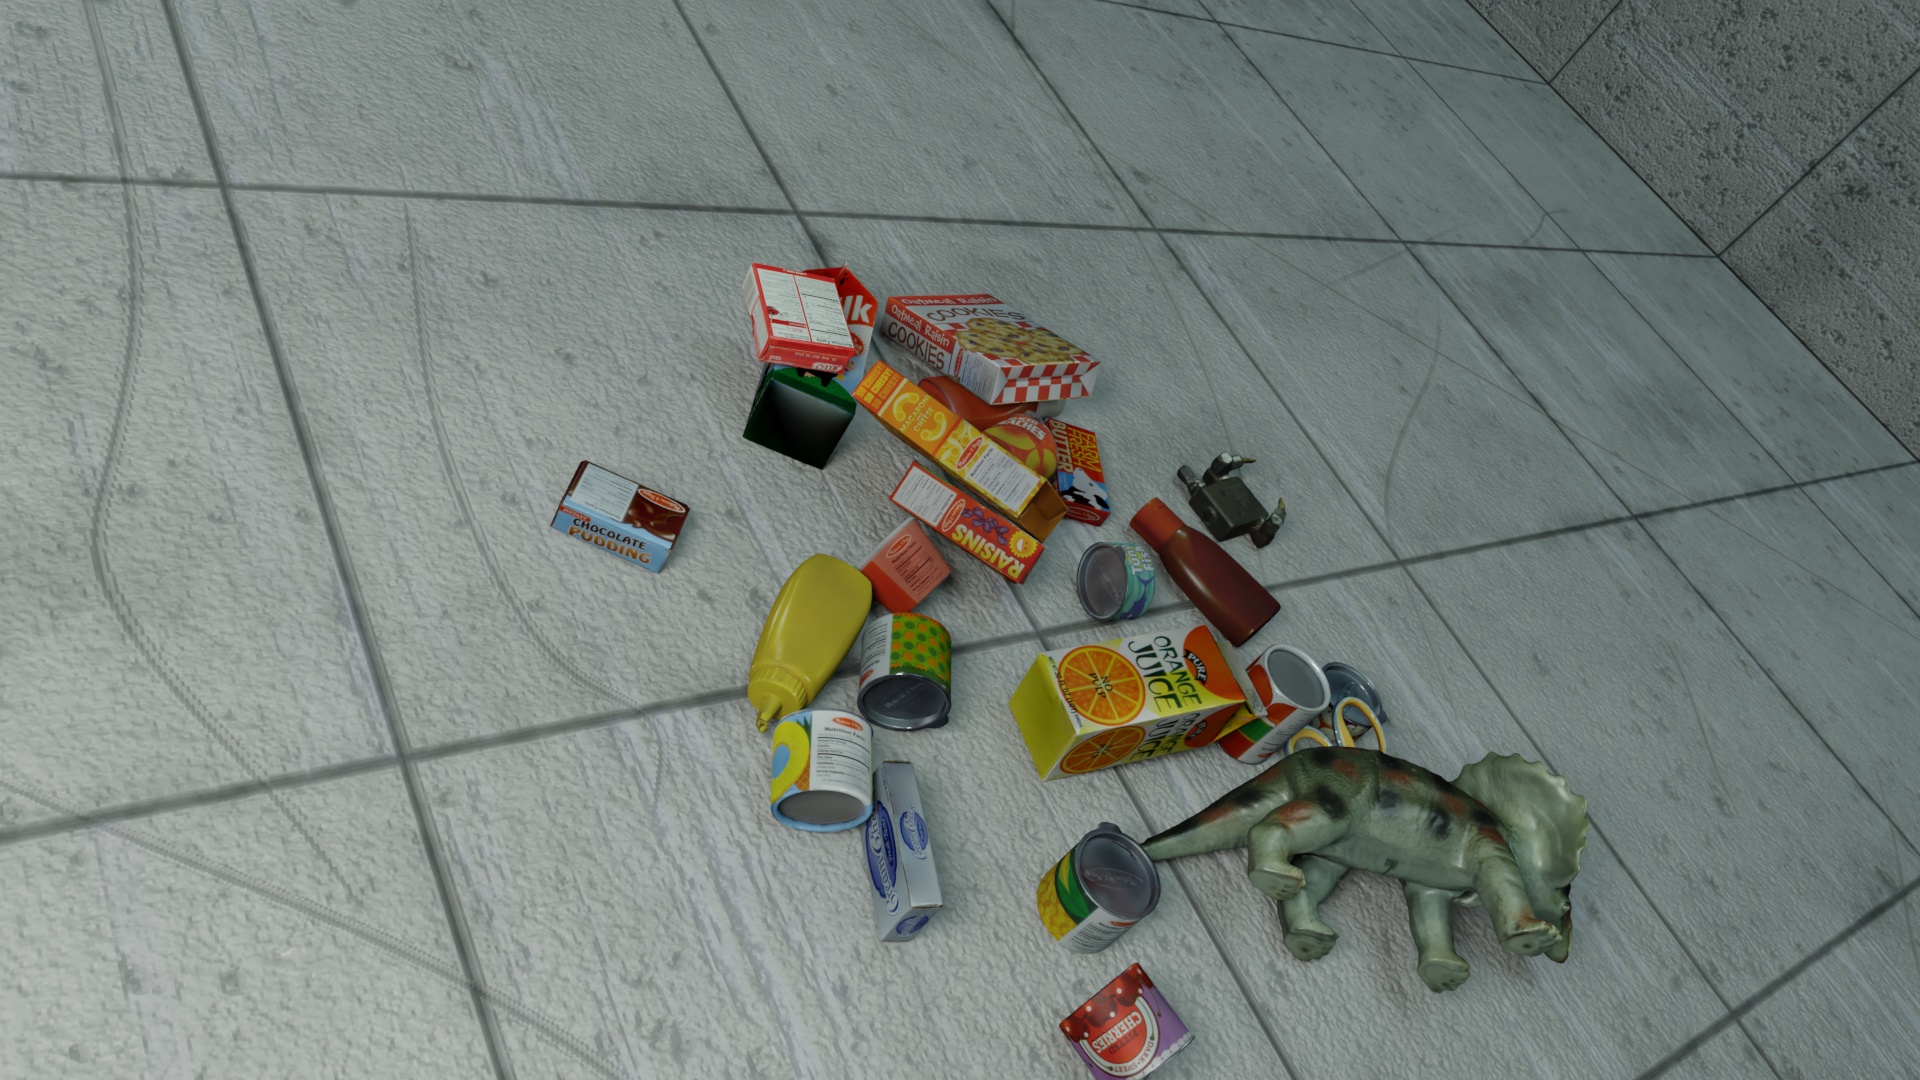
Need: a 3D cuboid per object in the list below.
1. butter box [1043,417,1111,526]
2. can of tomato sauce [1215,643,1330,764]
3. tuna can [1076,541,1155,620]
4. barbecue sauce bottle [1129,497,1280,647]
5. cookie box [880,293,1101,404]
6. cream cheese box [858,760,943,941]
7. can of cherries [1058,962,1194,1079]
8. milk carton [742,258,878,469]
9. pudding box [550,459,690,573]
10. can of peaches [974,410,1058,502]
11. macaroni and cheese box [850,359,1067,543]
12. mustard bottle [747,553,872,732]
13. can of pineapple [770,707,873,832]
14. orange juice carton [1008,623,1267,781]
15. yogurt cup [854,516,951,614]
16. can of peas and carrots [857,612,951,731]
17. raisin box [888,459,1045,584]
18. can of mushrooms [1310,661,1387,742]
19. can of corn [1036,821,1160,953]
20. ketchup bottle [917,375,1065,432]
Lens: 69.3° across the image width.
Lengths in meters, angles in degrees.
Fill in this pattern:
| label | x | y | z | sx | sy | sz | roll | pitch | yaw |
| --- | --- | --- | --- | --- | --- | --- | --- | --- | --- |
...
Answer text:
| label | x | y | z | sx | sy | sz | roll | pitch | yaw |
| --- | --- | --- | --- | --- | --- | --- | --- | --- | --- |
| butter box | 0.103 | -0.062 | 1.261 | 0.053 | 0.024 | 0.104 | 15 | 45 | -23 |
| can of tomato sauce | 0.249 | 0.132 | 1.133 | 0.071 | 0.082 | 0.071 | 19 | 44 | -19 |
| tuna can | 0.130 | 0.032 | 1.156 | 0.033 | 0.070 | 0.071 | 2 | 51 | -34 |
| barbecue sauce bottle | 0.215 | 0.025 | 1.241 | 0.149 | 0.043 | 0.065 | 47 | 42 | 13 |
| cookie box | 0.025 | -0.175 | 1.259 | 0.123 | 0.040 | 0.168 | -9 | 34 | -39 |
| cream cheese box | -0.041 | 0.201 | 0.898 | 0.024 | 0.053 | 0.104 | 6 | 49 | -27 |
| can of cherries | 0.104 | 0.311 | 0.880 | 0.072 | 0.071 | 0.058 | -20 | 65 | -43 |
| milk carton | -0.121 | -0.157 | 1.165 | 0.073 | 0.072 | 0.191 | 22 | 43 | -15 |
| pudding box | -0.241 | -0.017 | 0.986 | 0.084 | 0.030 | 0.050 | 24 | 41 | -13 |
| can of peaches | 0.042 | -0.071 | 1.194 | 0.071 | 0.071 | 0.058 | 47 | 43 | 12 |
| macaroni and cheese box | 0.002 | -0.069 | 1.104 | 0.167 | 0.040 | 0.123 | 37 | 0 | 15 |
| mustard bottle | -0.113 | 0.077 | 0.969 | 0.065 | 0.048 | 0.161 | 30 | 42 | -4 |
| can of pineapple | -0.090 | 0.151 | 0.903 | 0.071 | 0.070 | 0.058 | 15 | 49 | -22 |
| orange juice carton | 0.143 | 0.119 | 1.060 | 0.193 | 0.072 | 0.072 | -7 | 56 | -26 |
| yogurt cup | -0.044 | 0.023 | 1.056 | 0.054 | 0.072 | 0.073 | 47 | 42 | 0 |
| can of peas and carrots | -0.037 | 0.094 | 0.991 | 0.071 | 0.070 | 0.059 | 19 | 43 | -19 |
| raisin box | 0.004 | -0.014 | 1.107 | 0.123 | 0.040 | 0.086 | 33 | -1 | -2 |
| can of mushrooms | 0.335 | 0.144 | 1.216 | 0.071 | 0.033 | 0.071 | 19 | 43 | -18 |
| can of corn | 0.093 | 0.238 | 0.949 | 0.071 | 0.058 | 0.071 | 18 | 44 | -19 |
| ketchup bottle | 0.031 | -0.124 | 1.256 | 0.149 | 0.043 | 0.065 | -10 | 50 | -40 |
